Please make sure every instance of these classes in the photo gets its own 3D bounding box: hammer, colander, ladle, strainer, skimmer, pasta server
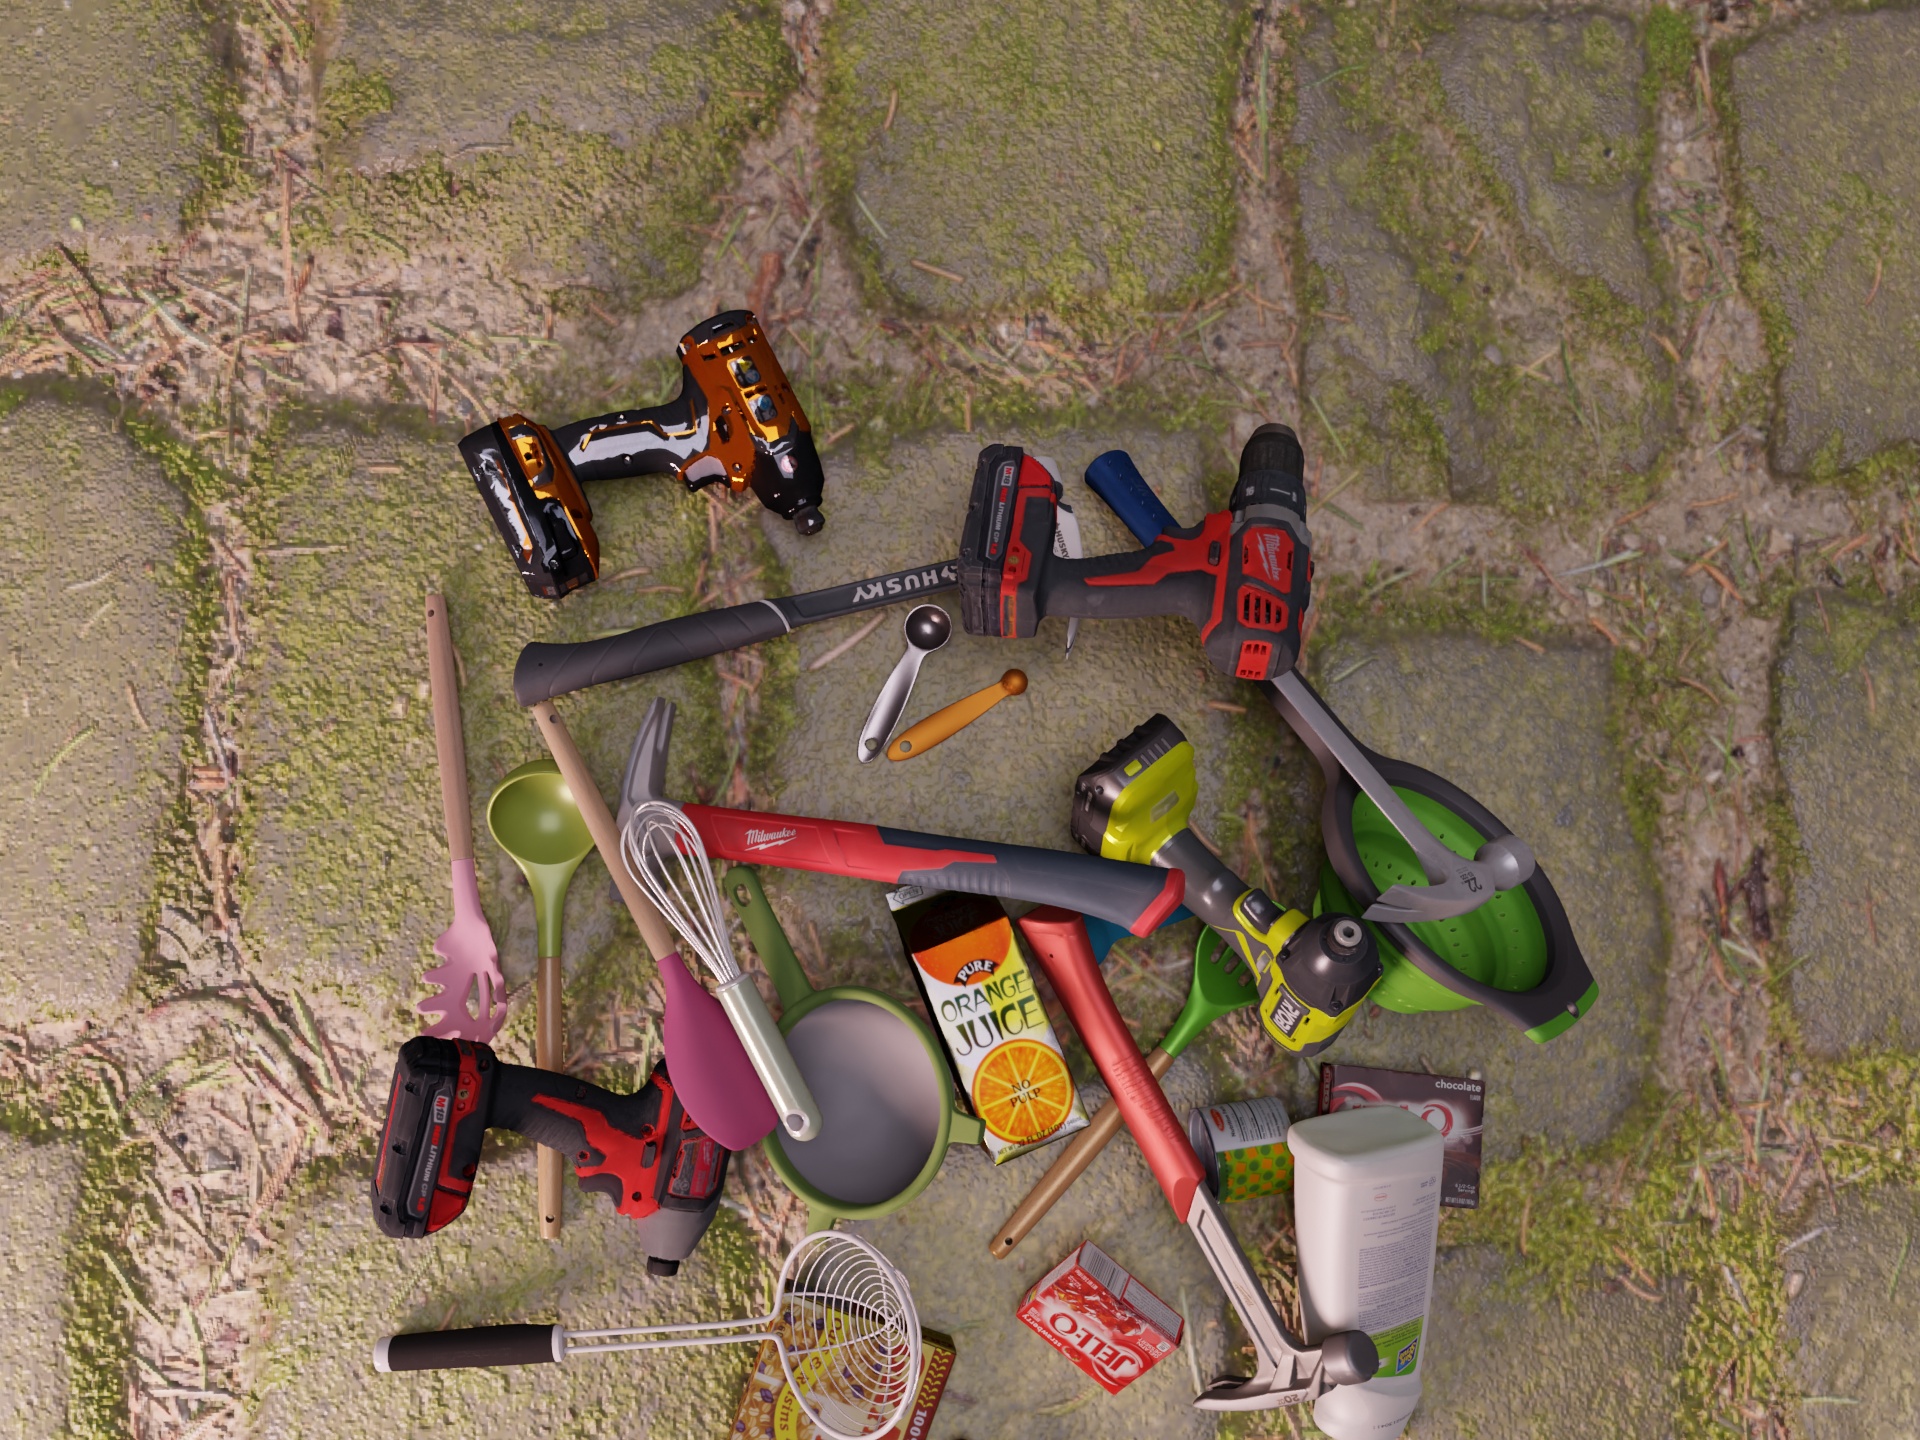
[{"bbox_3d":[0.211,-0.033,1.075,0.144,0.035,0.406,-16,60,-40],"label":"hammer"},{"bbox_3d":[0.266,0.071,1.118,0.204,0.094,0.397,-16,62,-46],"label":"colander"},{"bbox_3d":[-0.276,0.186,1.065,0.078,0.062,0.320,-1,86,-9],"label":"ladle"},{"bbox_3d":[-0.085,0.209,1.083,0.151,0.069,0.256,-38,69,19],"label":"strainer"},{"bbox_3d":[-0.044,0.073,1.044,0.386,0.038,0.143,6,82,16],"label":"hammer"},{"bbox_3d":[0.131,0.288,1.063,0.036,0.149,0.359,-23,82,-46],"label":"hammer"},{"bbox_3d":[-0.202,0.395,1.003,0.363,0.090,0.127,-5,82,3],"label":"skimmer"},{"bbox_3d":[-0.345,0.068,1.080,0.060,0.040,0.316,-10,83,14],"label":"pasta server"},{"bbox_3d":[-0.109,-0.072,1.111,0.409,0.036,0.149,-14,68,-4],"label":"hammer"}]

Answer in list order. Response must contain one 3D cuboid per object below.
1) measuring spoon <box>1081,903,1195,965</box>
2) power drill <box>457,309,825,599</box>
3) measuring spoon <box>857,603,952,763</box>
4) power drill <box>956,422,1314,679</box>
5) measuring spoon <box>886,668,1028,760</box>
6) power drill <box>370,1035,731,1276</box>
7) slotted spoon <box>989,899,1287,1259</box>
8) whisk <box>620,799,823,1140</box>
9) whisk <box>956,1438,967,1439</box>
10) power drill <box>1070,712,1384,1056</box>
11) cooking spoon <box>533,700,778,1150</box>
[{"bbox_3d":[0.127,0.143,1.128,0.128,0.021,0.042,-19,86,-6],"label":"measuring spoon"},{"bbox_3d":[-0.210,-0.170,1.103,0.226,0.084,0.164,-27,87,-12],"label":"power drill"},{"bbox_3d":[-0.042,-0.025,1.137,0.034,0.018,0.124,26,88,8],"label":"measuring spoon"},{"bbox_3d":[0.121,-0.126,1.057,0.227,0.080,0.188,7,61,7],"label":"power drill"},{"bbox_3d":[-0.002,-0.004,1.137,0.117,0.011,0.021,-31,87,-9],"label":"measuring spoon"},{"bbox_3d":[-0.256,0.281,1.023,0.219,0.078,0.143,12,87,-24],"label":"power drill"},{"bbox_3d":[0.126,0.251,1.114,0.070,0.031,0.314,42,83,1],"label":"slotted spoon"},{"bbox_3d":[-0.151,0.161,1.026,0.058,0.059,0.246,-25,94,20],"label":"whisk"},{"bbox_3d":[0.052,0.621,1.047,0.073,0.073,0.296,-21,81,-8],"label":"whisk"},{"bbox_3d":[0.177,0.108,1.042,0.080,0.171,0.223,-38,68,-17],"label":"power drill"},{"bbox_3d":[-0.203,0.131,1.037,0.069,0.017,0.319,-25,87,-38],"label":"cooking spoon"}]
